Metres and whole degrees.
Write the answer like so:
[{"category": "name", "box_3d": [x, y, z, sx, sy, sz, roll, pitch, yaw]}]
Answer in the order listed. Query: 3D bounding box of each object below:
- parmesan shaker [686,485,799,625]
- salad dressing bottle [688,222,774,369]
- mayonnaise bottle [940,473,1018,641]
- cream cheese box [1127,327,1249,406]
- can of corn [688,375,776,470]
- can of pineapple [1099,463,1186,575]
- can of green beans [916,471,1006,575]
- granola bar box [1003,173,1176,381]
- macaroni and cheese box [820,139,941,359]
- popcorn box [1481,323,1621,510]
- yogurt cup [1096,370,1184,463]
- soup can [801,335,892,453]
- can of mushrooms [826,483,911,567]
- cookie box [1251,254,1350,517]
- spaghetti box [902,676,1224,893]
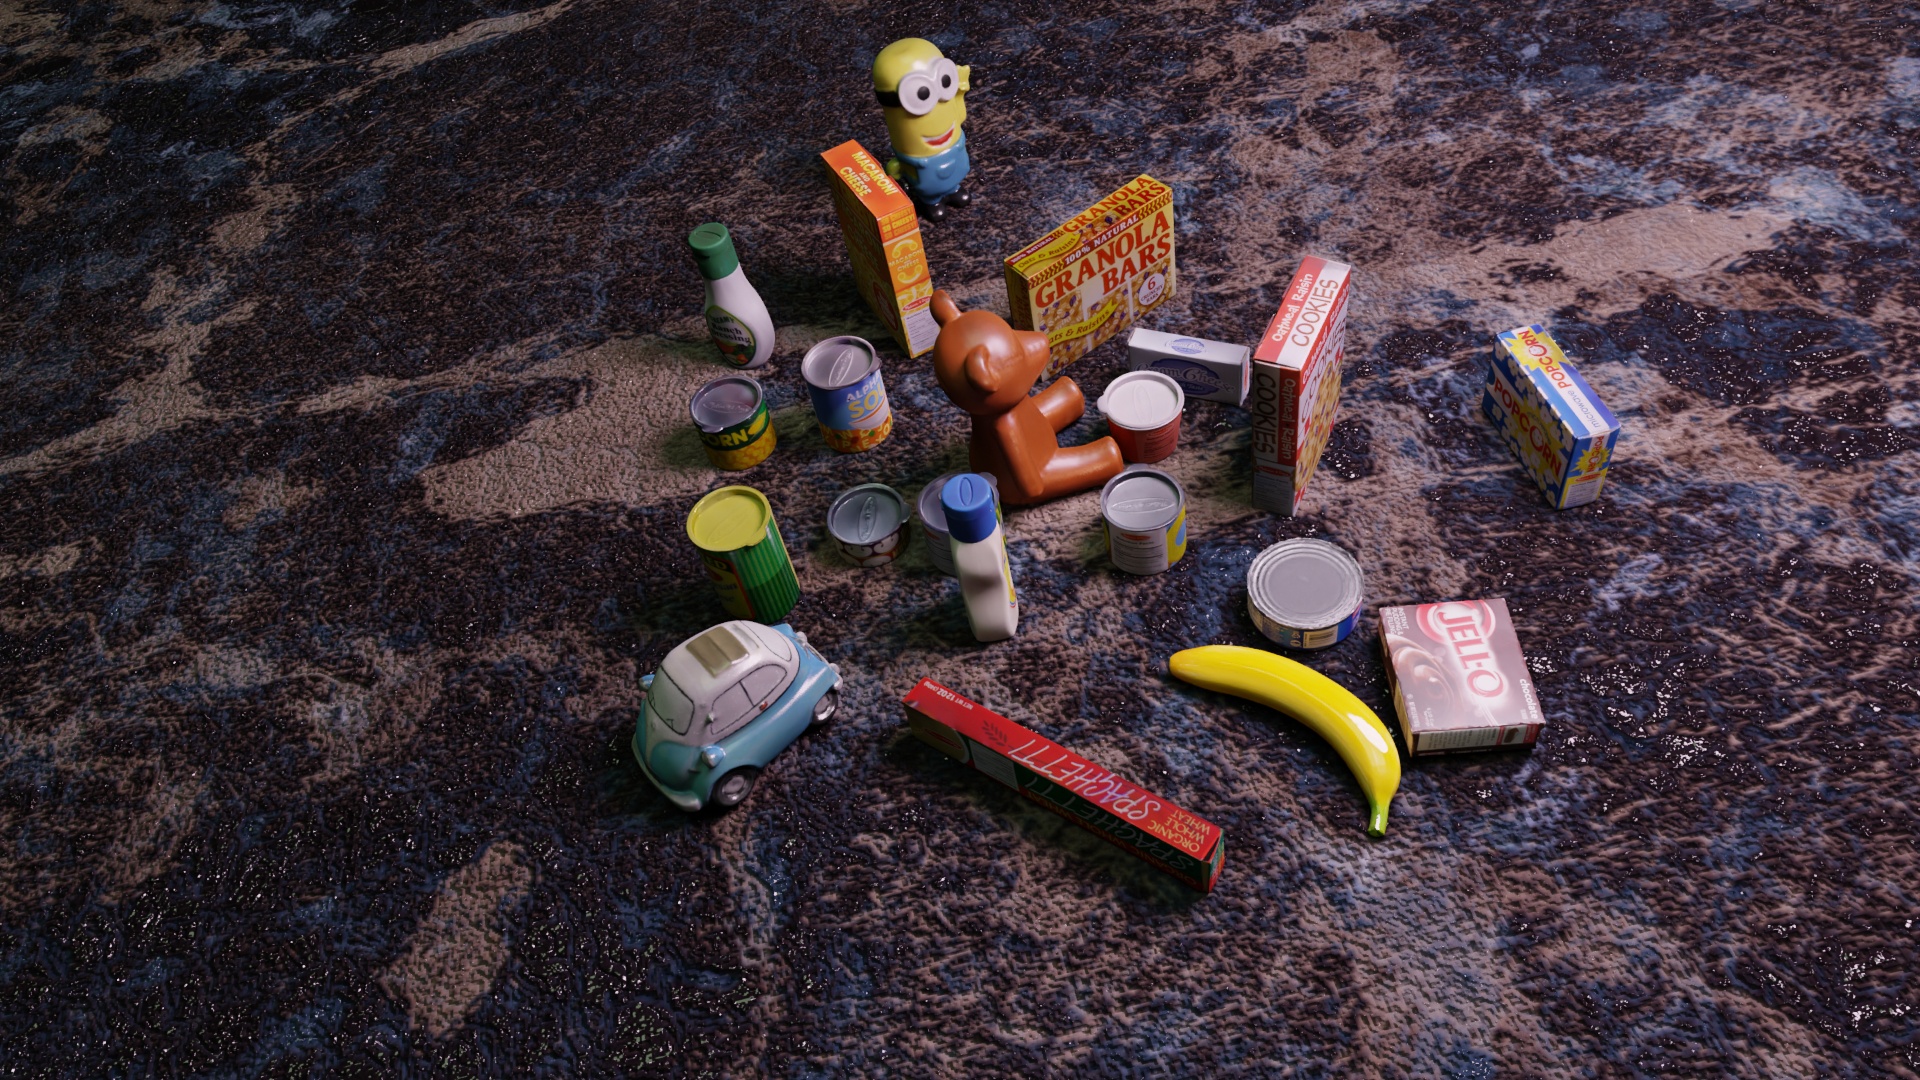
[{"category": "parmesan shaker", "box_3d": [-0.170, 0.016, 1.109, 0.071, 0.102, 0.072, -5, 50, 7]}, {"category": "salad dressing bottle", "box_3d": [-0.215, -0.226, 1.292, 0.064, 0.147, 0.044, 16, 56, 23]}, {"category": "mayonnaise bottle", "box_3d": [0.015, 0.012, 1.048, 0.041, 0.147, 0.065, -8, 50, 4]}, {"category": "cream cheese box", "box_3d": [0.199, -0.151, 1.212, 0.104, 0.053, 0.024, 14, 54, 21]}, {"category": "can of corn", "box_3d": [-0.204, -0.103, 1.245, 0.071, 0.058, 0.071, -5, 50, 7]}, {"category": "can of pineapple", "box_3d": [0.147, -0.016, 1.105, 0.071, 0.057, 0.071, -5, 50, 7]}, {"category": "can of green beans", "box_3d": [0.002, -0.013, 1.130, 0.071, 0.057, 0.071, -5, 50, 7]}, {"category": "granola bar box", "box_3d": [0.119, -0.237, 1.252, 0.166, 0.123, 0.039, -35, 53, -18]}, {"category": "macaroni and cheese box", "box_3d": [-0.071, -0.269, 1.288, 0.040, 0.165, 0.124, -27, 51, -11]}, {"category": "popcorn box", "box_3d": [0.463, -0.098, 1.096, 0.038, 0.084, 0.127, -16, 49, -2]}, {"category": "yogurt cup", "box_3d": [0.156, -0.102, 1.178, 0.072, 0.053, 0.073, -5, 50, 6]}, {"category": "soup can", "box_3d": [-0.097, -0.128, 1.229, 0.071, 0.083, 0.072, -5, 50, 7]}, {"category": "can of mushrooms", "box_3d": [-0.074, -0.012, 1.160, 0.071, 0.033, 0.071, -5, 50, 6]}, {"category": "cookie box", "box_3d": [0.267, -0.120, 1.098, 0.040, 0.166, 0.123, 16, 55, 23]}, {"category": "spaghetti box", "box_3d": [0.069, 0.168, 0.970, 0.250, 0.050, 0.029, 24, 59, 27]}]
